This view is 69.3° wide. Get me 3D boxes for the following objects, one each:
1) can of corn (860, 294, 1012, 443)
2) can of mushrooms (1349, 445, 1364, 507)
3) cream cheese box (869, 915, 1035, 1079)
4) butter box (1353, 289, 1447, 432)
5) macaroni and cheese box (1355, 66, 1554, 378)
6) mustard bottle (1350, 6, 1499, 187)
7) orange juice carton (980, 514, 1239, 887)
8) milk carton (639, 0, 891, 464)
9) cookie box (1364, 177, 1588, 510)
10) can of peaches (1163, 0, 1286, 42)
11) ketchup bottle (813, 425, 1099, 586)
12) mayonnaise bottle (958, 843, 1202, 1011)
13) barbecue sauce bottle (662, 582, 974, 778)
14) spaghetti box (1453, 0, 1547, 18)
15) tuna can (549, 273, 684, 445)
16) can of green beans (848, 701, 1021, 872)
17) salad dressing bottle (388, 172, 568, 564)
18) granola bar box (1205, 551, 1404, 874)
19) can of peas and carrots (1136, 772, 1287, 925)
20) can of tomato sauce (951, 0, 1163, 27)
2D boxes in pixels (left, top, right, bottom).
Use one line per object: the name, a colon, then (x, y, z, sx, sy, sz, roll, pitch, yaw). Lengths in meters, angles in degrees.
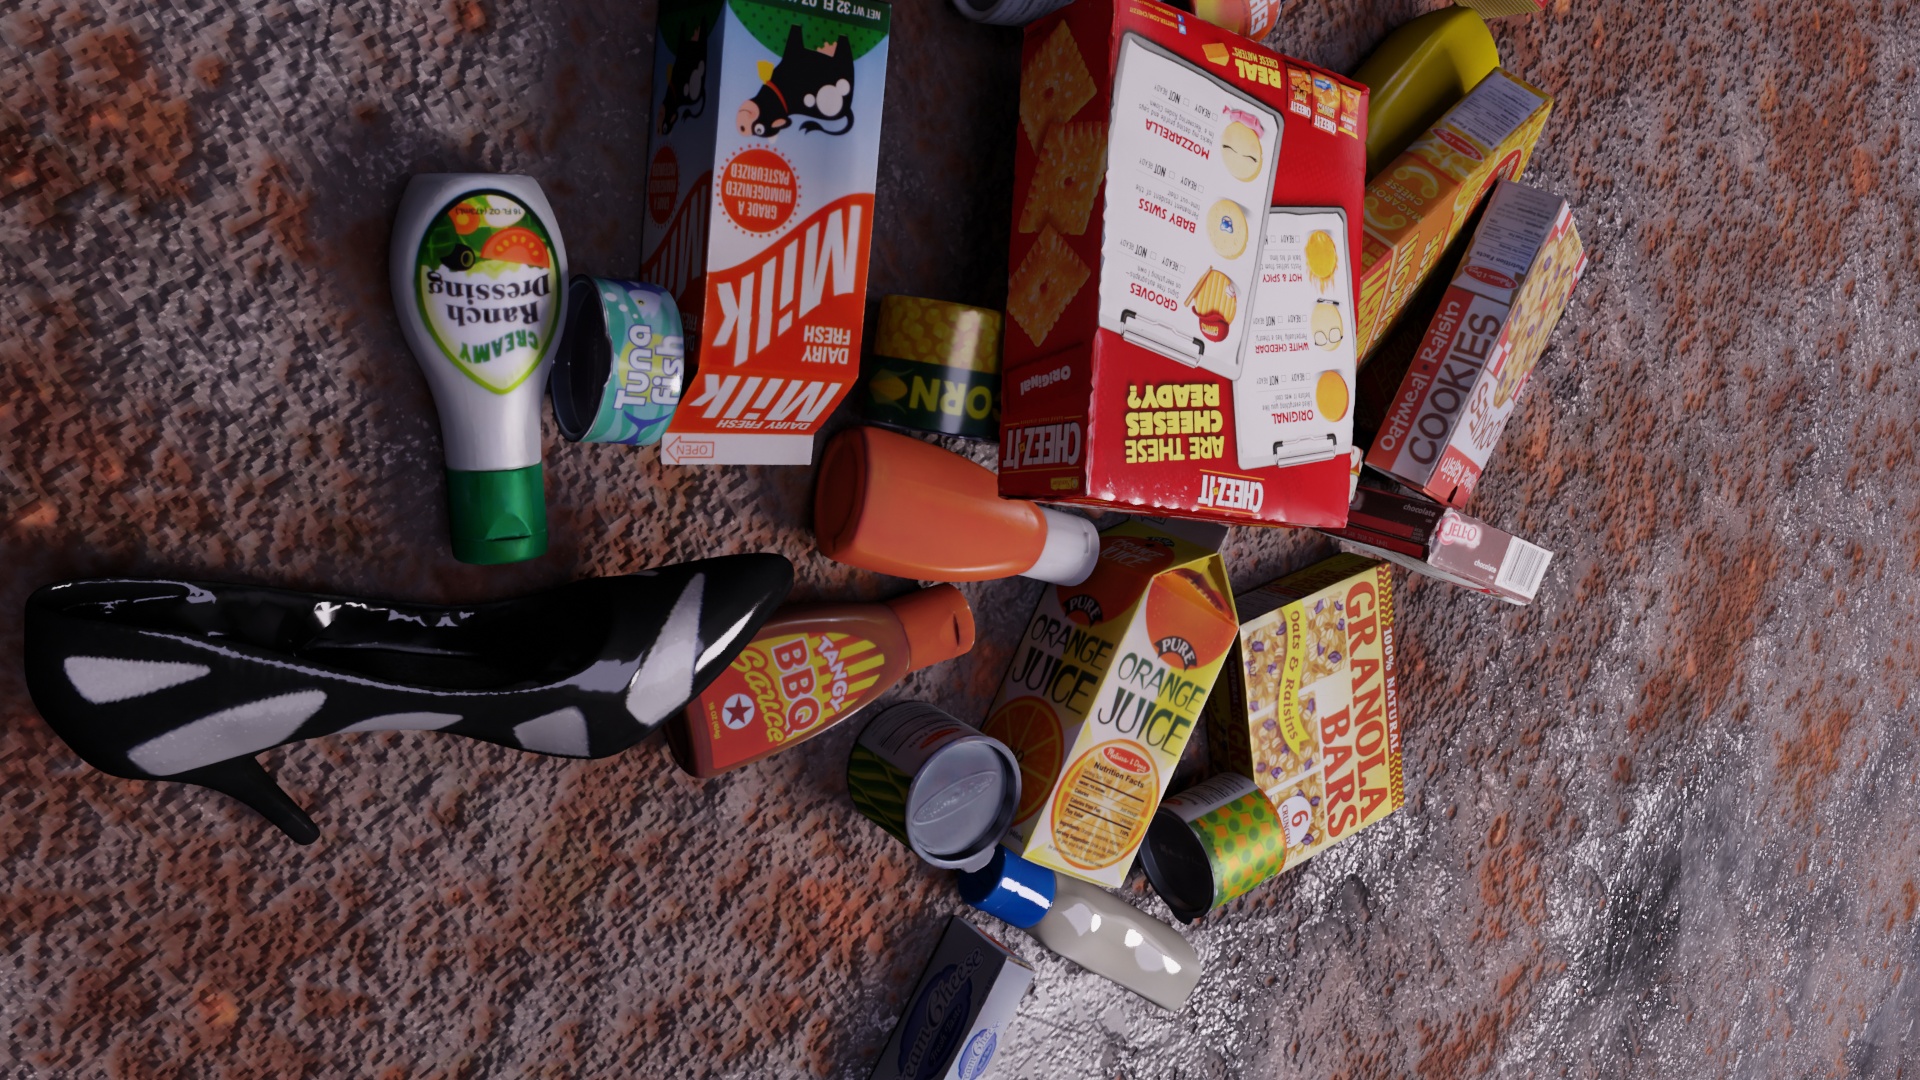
can of corn: (-0.007, -0.078, 0.631, 0.071, 0.071, 0.058, 6, 97, -34)
can of mushrooms: (0.186, -0.042, 0.769, 0.071, 0.071, 0.033, 12, 94, -35)
cream cheese box: (-0.006, 0.253, 0.718, 0.024, 0.053, 0.104, 32, 83, -32)
butter box: (0.270, -0.116, 0.833, 0.104, 0.024, 0.053, -43, 120, -18)
macaroni and cheese box: (0.242, -0.160, 0.757, 0.167, 0.040, 0.123, -42, 157, -18)
mustard bottle: (0.233, -0.230, 0.768, 0.161, 0.049, 0.065, -44, 119, -17)
orange juice carton: (0.077, 0.072, 0.720, 0.073, 0.072, 0.192, 28, 85, -35)
milk carton: (-0.084, -0.125, 0.568, 0.072, 0.073, 0.190, -1, 102, -33)
cookie box: (0.295, -0.103, 0.786, 0.123, 0.040, 0.167, 10, 106, -61)
can of peaches: (0.113, -0.263, 0.668, 0.058, 0.071, 0.071, -29, 115, -24)
ketchup bottle: (0.002, -0.008, 0.667, 0.149, 0.043, 0.065, 14, 73, -36)
mayonnaise bottle: (0.063, 0.205, 0.749, 0.148, 0.065, 0.041, 34, 90, -30)
barbecue sauce bottle: (-0.064, 0.056, 0.641, 0.149, 0.043, 0.064, -17, 108, -30)
spaghetti box: (0.230, -0.359, 0.736, 0.250, 0.050, 0.028, 25, 86, -34)
tuna can: (-0.136, -0.071, 0.548, 0.033, 0.071, 0.071, 1, 100, -35)
can of green beans: (-0.013, 0.118, 0.679, 0.071, 0.058, 0.071, -8, 105, -32)
salad dressing bottle: (-0.182, -0.066, 0.535, 0.064, 0.044, 0.147, -8, 105, -30)
granola bar box: (0.206, 0.103, 0.832, 0.124, 0.039, 0.165, -19, 110, -28)
can of peas and carrots: (0.143, 0.174, 0.790, 0.059, 0.071, 0.070, -18, 110, -30)
can of tomato sauce: (0.043, -0.266, 0.625, 0.083, 0.071, 0.071, -7, 105, -31)
